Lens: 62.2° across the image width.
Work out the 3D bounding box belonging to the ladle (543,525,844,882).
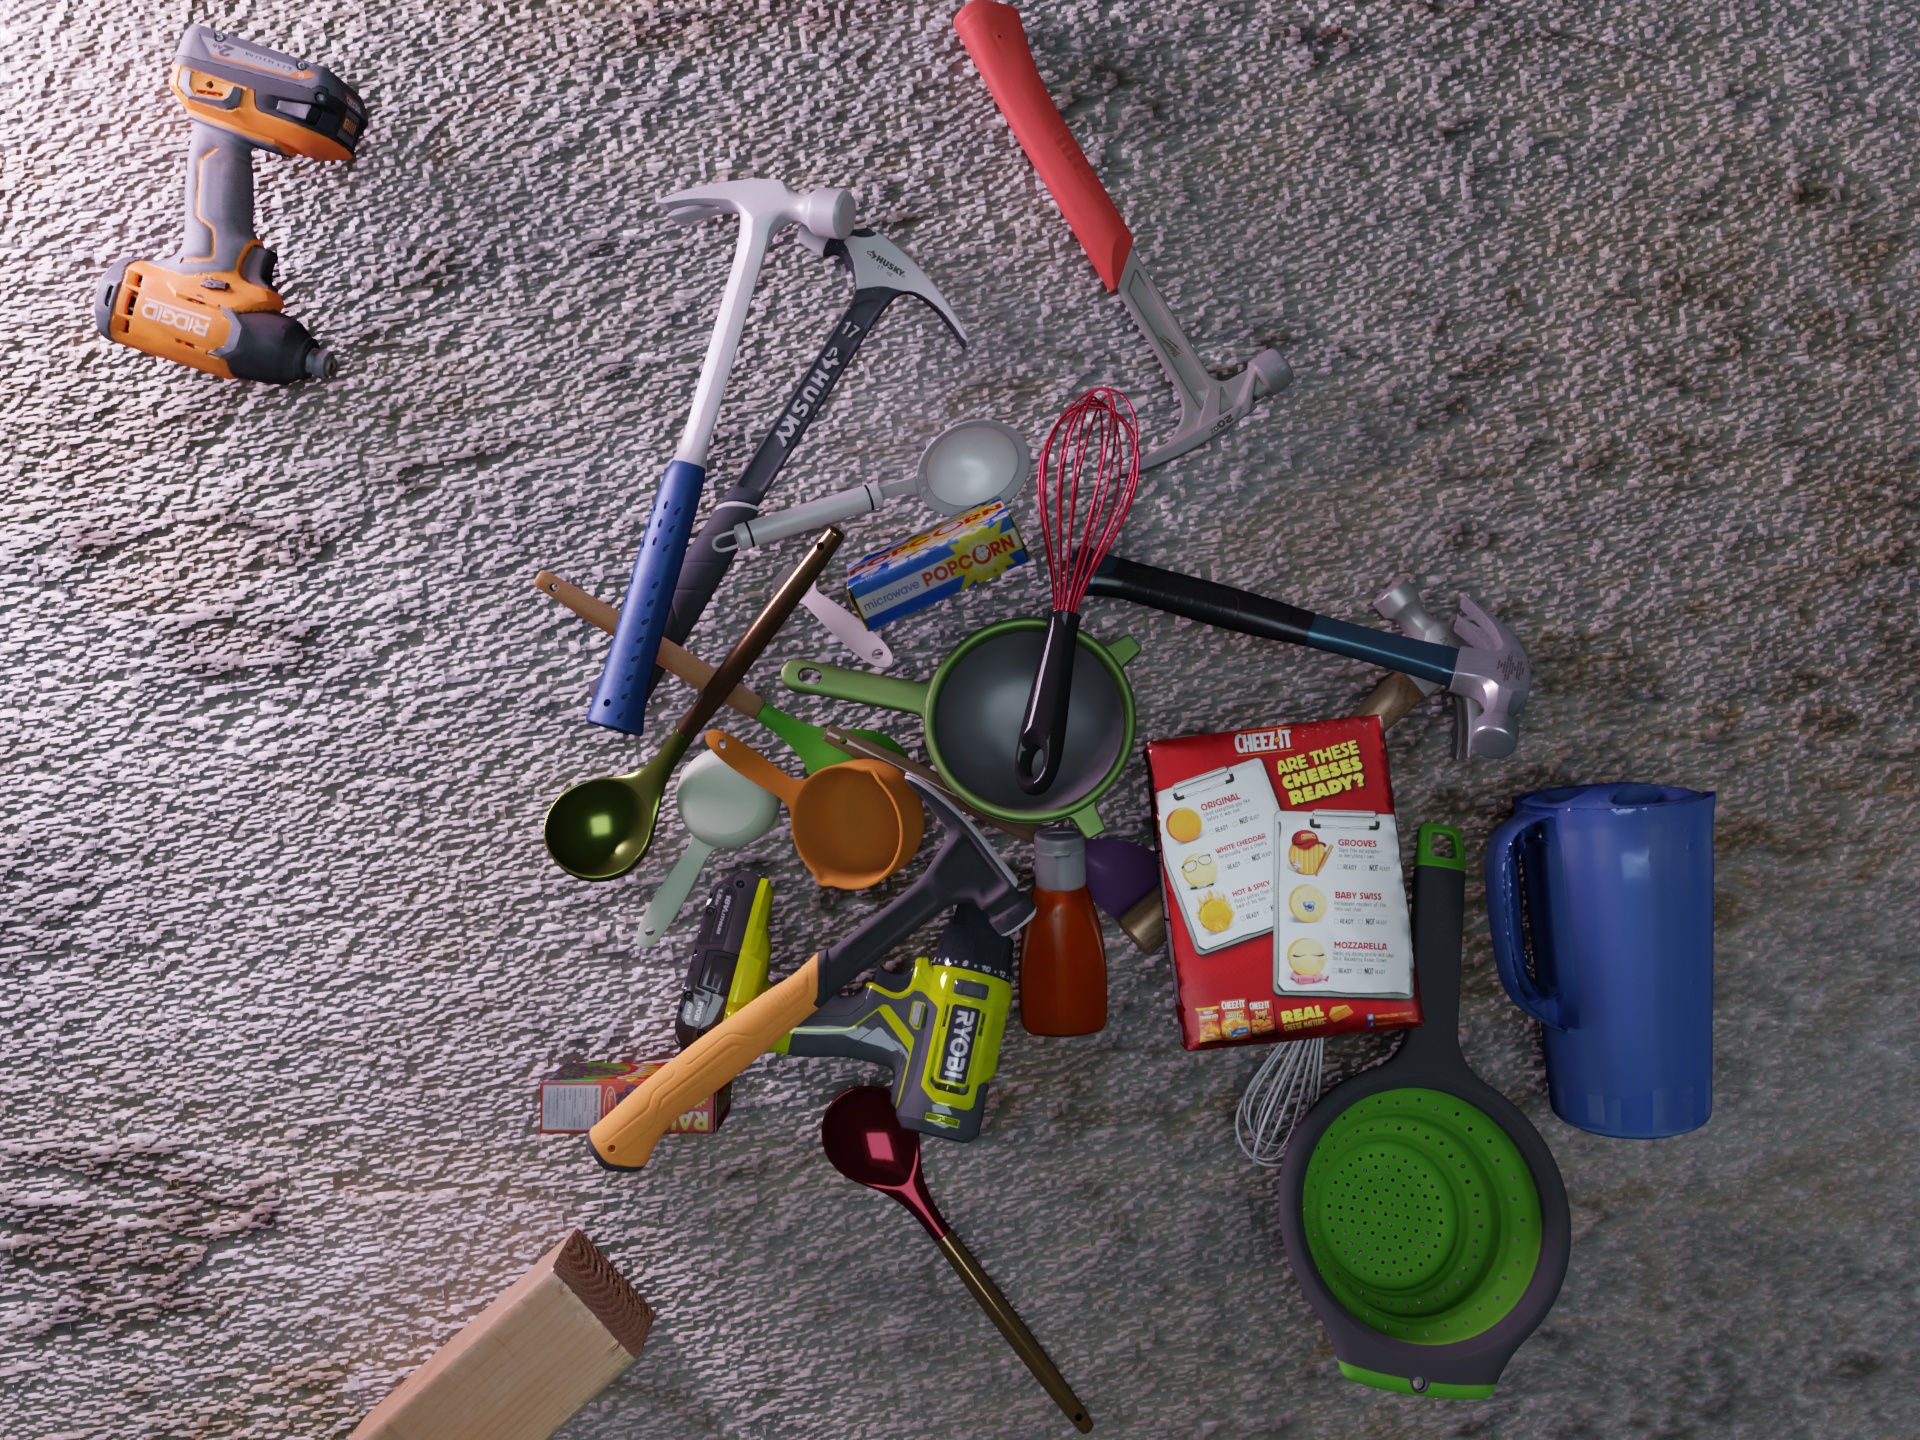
[{"bbox_3d":[-0.184,-0.010,1.106,0.078,0.062,0.320,46,110,17],"label":"ladle"}]

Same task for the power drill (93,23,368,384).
[{"bbox_3d":[-0.503,-0.355,1.135,0.164,0.084,0.226,18,94,-2],"label":"power drill"}]

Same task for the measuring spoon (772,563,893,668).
[{"bbox_3d":[-0.090,-0.071,1.150,0.034,0.018,0.124,-45,62,-9],"label":"measuring spoon"}]

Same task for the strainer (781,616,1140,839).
[{"bbox_3d":[-0.002,-0.004,1.152,0.256,0.069,0.151,11,75,6],"label":"strainer"}]

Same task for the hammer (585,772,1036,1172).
[{"bbox_3d":[-0.117,0.181,1.062,0.337,0.034,0.127,-39,95,2],"label":"hammer"}]

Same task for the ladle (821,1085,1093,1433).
[{"bbox_3d":[0.003,0.399,1.173,0.069,0.031,0.315,-36,93,-5],"label":"ladle"}]

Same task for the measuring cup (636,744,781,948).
[{"bbox_3d":[-0.193,0.095,1.160,0.083,0.038,0.167,30,87,-1],"label":"measuring cup"}]

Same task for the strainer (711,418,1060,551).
[{"bbox_3d":[-0.056,-0.166,1.145,0.258,0.086,0.050,-19,47,-11],"label":"strainer"}]

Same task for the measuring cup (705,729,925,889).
[{"bbox_3d":[-0.102,0.050,1.128,0.174,0.052,0.095,31,109,20],"label":"measuring cup"}]

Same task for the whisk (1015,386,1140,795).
[{"bbox_3d":[0.076,-0.093,1.109,0.073,0.073,0.296,11,81,-1],"label":"whisk"}]

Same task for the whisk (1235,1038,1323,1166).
[{"bbox_3d":[0.261,0.211,1.169,0.058,0.059,0.246,19,85,26],"label":"whisk"}]

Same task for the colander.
[{"bbox_3d":[0.328,0.275,1.158,0.204,0.094,0.397,9,72,-1],"label":"colander"}]

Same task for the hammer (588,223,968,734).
[{"bbox_3d":[-0.148,-0.169,1.164,0.149,0.036,0.409,32,90,-2],"label":"hammer"}]

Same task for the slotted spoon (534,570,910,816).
[{"bbox_3d":[-0.167,-0.019,1.145,0.313,0.031,0.070,32,90,-8],"label":"slotted spoon"}]

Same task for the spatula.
[{"bbox_3d":[0.042,0.079,1.159,0.315,0.018,0.060,27,90,-10],"label":"spatula"}]

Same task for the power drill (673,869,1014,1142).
[{"bbox_3d":[-0.074,0.184,1.139,0.228,0.080,0.191,13,74,-2],"label":"power drill"}]

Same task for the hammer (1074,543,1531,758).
[{"bbox_3d":[0.234,-0.067,1.124,0.331,0.033,0.128,17,46,15],"label":"hammer"}]

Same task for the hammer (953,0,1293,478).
[{"bbox_3d":[0.092,-0.361,1.168,0.149,0.037,0.359,-31,91,-1],"label":"hammer"}]

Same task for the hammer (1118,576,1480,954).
[{"bbox_3d":[0.249,0.051,1.167,0.331,0.031,0.130,-42,92,-4],"label":"hammer"}]

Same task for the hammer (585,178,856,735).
[{"bbox_3d":[-0.192,-0.190,1.116,0.144,0.035,0.405,13,83,19],"label":"hammer"}]
